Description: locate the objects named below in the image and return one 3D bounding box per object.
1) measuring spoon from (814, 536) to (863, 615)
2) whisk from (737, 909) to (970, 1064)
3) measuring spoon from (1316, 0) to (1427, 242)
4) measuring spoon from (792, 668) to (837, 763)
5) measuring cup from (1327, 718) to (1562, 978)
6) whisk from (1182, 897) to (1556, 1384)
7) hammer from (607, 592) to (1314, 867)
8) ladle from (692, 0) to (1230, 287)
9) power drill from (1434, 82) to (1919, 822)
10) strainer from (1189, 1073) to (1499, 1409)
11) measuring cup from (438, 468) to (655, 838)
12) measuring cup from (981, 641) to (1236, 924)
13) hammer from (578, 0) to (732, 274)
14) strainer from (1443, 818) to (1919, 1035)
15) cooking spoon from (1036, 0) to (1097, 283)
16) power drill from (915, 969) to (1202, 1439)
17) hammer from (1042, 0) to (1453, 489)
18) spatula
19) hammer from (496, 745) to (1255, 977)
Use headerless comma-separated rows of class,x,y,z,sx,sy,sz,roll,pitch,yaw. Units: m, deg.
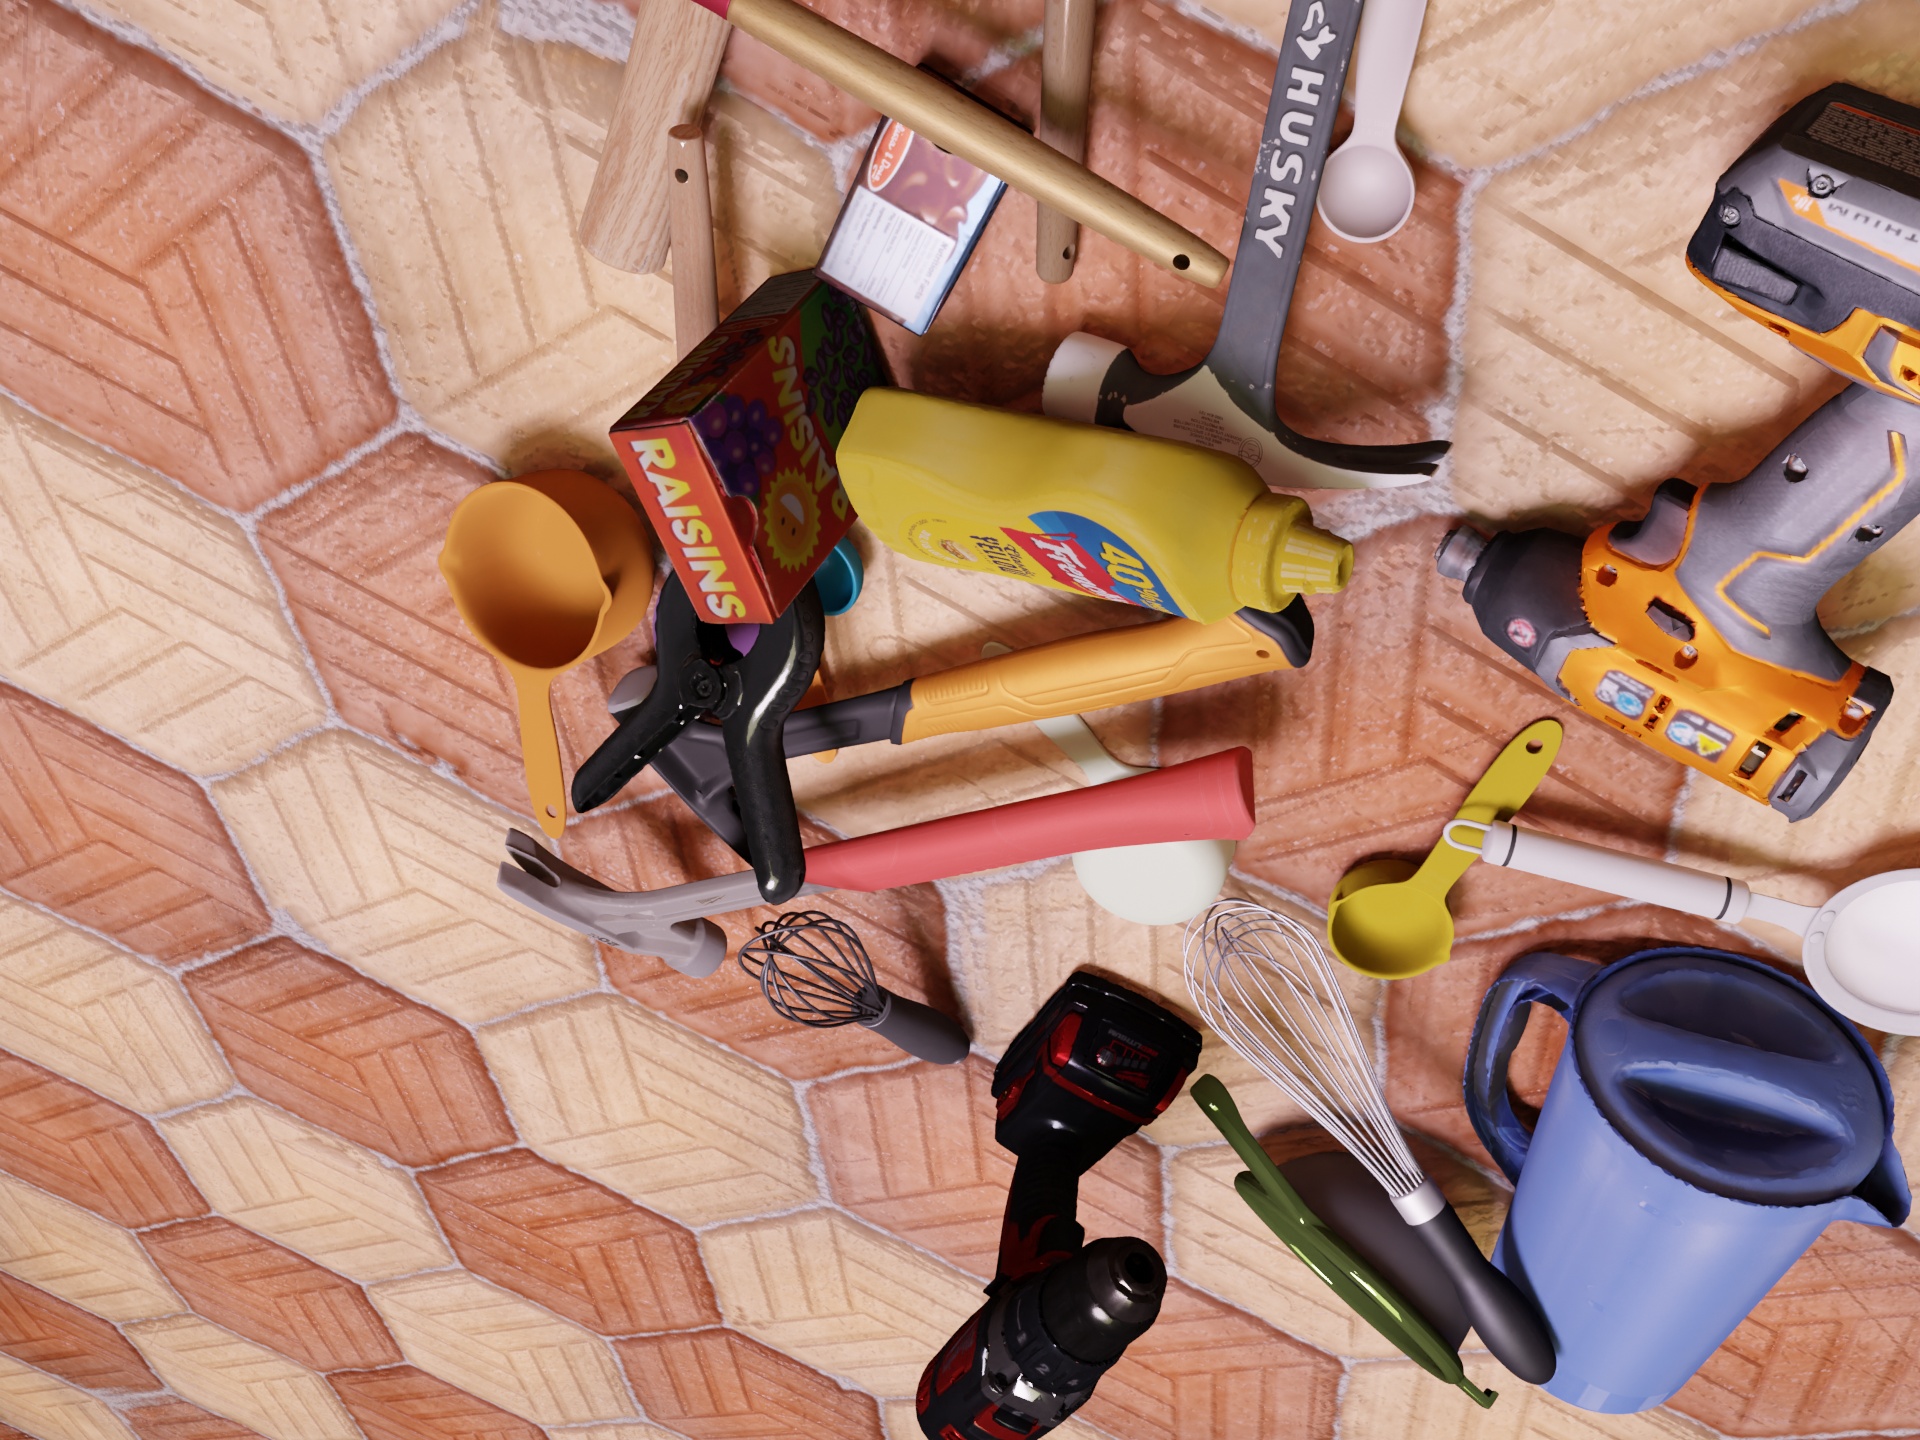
measuring spoon,-0.067,-0.106,0.685,0.042,0.021,0.128,7,123,33
whisk,-0.043,0.144,0.813,0.055,0.055,0.238,-4,157,22
measuring spoon,0.141,-0.219,0.518,0.034,0.018,0.124,18,127,23
measuring spoon,-0.073,-0.024,0.761,0.021,0.011,0.116,9,135,19
measuring cup,0.221,0.054,0.720,0.062,0.029,0.156,26,121,-5
whisk,0.202,0.203,0.766,0.070,0.070,0.284,-35,92,38
hammer,-0.001,-0.002,0.710,0.337,0.034,0.127,-13,129,33
ladle,-0.050,-0.223,0.523,0.315,0.031,0.069,28,134,-3
power drill,0.262,-0.084,0.535,0.164,0.084,0.226,32,139,21
strainer,0.198,0.244,0.832,0.256,0.069,0.152,53,167,-32
measuring cup,-0.182,-0.031,0.733,0.095,0.052,0.173,12,117,23
measuring cup,0.061,0.032,0.740,0.083,0.038,0.167,-28,114,35
hammer,-0.070,-0.288,0.518,0.130,0.031,0.331,27,133,-4
strainer,0.335,0.076,0.675,0.258,0.050,0.086,14,125,7
cooking spoon,0.037,-0.276,0.482,0.017,0.069,0.318,42,148,32
power drill,0.057,0.236,0.786,0.080,0.227,0.187,28,133,-6
hammer,0.122,-0.248,0.470,0.149,0.036,0.408,23,132,18
spatula,-0.111,-0.104,0.680,0.060,0.018,0.315,14,139,6
hammer,-0.038,0.061,0.736,0.359,0.037,0.149,-14,147,28
